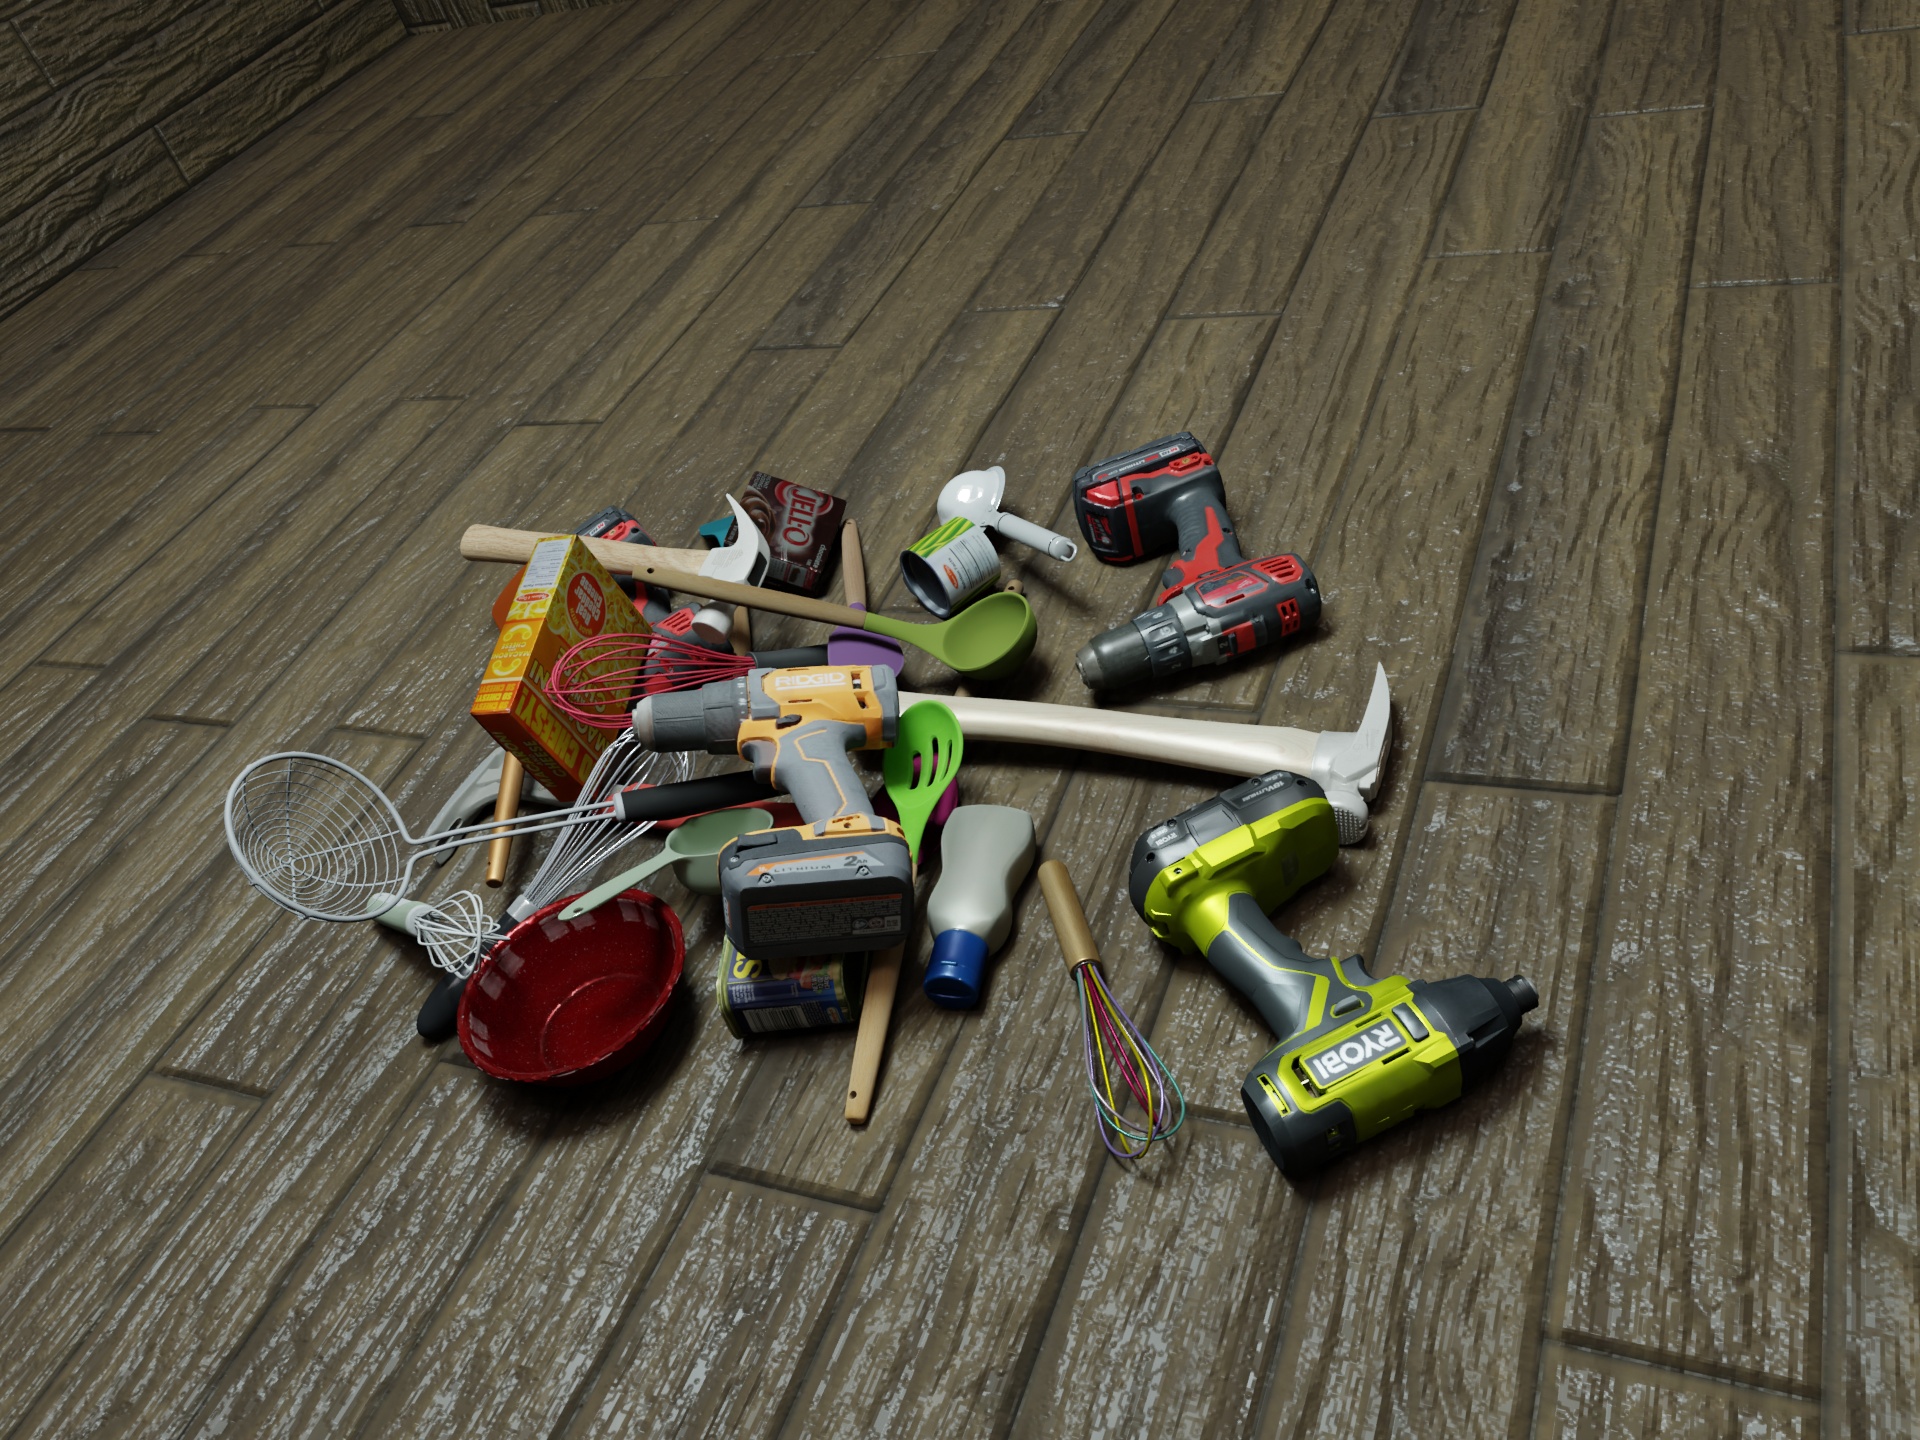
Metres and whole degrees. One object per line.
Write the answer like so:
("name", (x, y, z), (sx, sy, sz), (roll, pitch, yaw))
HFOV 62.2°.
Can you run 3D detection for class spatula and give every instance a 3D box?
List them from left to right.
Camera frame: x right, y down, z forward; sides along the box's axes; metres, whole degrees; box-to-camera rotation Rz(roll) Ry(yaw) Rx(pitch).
("spatula", (-0.362, 0.001, 1.280), (0.081, 0.041, 0.323), (-40, 37, 31))
("spatula", (-0.196, -0.108, 1.419), (0.082, 0.044, 0.318), (-15, 44, 3))
("spatula", (-0.086, -0.104, 1.335), (0.059, 0.018, 0.316), (2, 29, -8))

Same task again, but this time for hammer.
("hammer", (-0.302, -0.142, 1.361), (0.331, 0.031, 0.130), (9, 61, 31))
("hammer", (-0.241, 0.072, 1.219), (0.359, 0.036, 0.149), (7, 46, 29))
("hammer", (0.098, 0.001, 1.146), (0.411, 0.038, 0.146), (6, 46, 24))

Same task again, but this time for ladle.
("ladle", (-0.099, -0.090, 1.229), (0.320, 0.062, 0.078), (12, 52, 3))

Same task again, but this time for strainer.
("strainer", (0.034, -0.168, 1.333), (0.087, 0.050, 0.259), (-61, 31, 4))

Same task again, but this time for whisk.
("whisk", (-0.381, 0.143, 1.135), (0.057, 0.059, 0.246), (3, -2, -35))
("whisk", (-0.291, 0.113, 1.144), (0.070, 0.070, 0.284), (28, 74, 42))
("whisk", (-0.179, -0.040, 1.225), (0.295, 0.073, 0.073), (-8, 30, -36))
("whisk", (0.085, 0.166, 0.976), (0.051, 0.047, 0.245), (-20, 36, 2))

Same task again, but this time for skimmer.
("skimmer", (-0.292, 0.056, 1.070), (0.363, 0.090, 0.127), (-10, 58, -15))

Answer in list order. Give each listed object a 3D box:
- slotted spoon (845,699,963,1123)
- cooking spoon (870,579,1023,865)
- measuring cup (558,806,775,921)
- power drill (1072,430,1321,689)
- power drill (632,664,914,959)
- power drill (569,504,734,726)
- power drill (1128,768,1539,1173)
("slotted spoon", (-0.042, 0.119, 1.061), (0.070, 0.031, 0.314), (-16, 47, 31))
("cooking spoon", (-0.002, -0.004, 1.224), (0.069, 0.017, 0.319), (4, 45, 21))
("measuring cup", (-0.197, 0.110, 1.086), (0.167, 0.038, 0.083), (-28, 27, -35))
("power drill", (0.156, -0.119, 1.251), (0.188, 0.080, 0.227), (-21, 42, -1))
("power drill", (-0.124, 0.049, 1.054), (0.185, 0.084, 0.226), (-4, 42, -7))
("power drill", (-0.296, -0.082, 1.382), (0.143, 0.078, 0.220), (-37, 46, -2))
("power drill", (0.211, 0.137, 0.935), (0.171, 0.080, 0.223), (-25, 44, -6))
